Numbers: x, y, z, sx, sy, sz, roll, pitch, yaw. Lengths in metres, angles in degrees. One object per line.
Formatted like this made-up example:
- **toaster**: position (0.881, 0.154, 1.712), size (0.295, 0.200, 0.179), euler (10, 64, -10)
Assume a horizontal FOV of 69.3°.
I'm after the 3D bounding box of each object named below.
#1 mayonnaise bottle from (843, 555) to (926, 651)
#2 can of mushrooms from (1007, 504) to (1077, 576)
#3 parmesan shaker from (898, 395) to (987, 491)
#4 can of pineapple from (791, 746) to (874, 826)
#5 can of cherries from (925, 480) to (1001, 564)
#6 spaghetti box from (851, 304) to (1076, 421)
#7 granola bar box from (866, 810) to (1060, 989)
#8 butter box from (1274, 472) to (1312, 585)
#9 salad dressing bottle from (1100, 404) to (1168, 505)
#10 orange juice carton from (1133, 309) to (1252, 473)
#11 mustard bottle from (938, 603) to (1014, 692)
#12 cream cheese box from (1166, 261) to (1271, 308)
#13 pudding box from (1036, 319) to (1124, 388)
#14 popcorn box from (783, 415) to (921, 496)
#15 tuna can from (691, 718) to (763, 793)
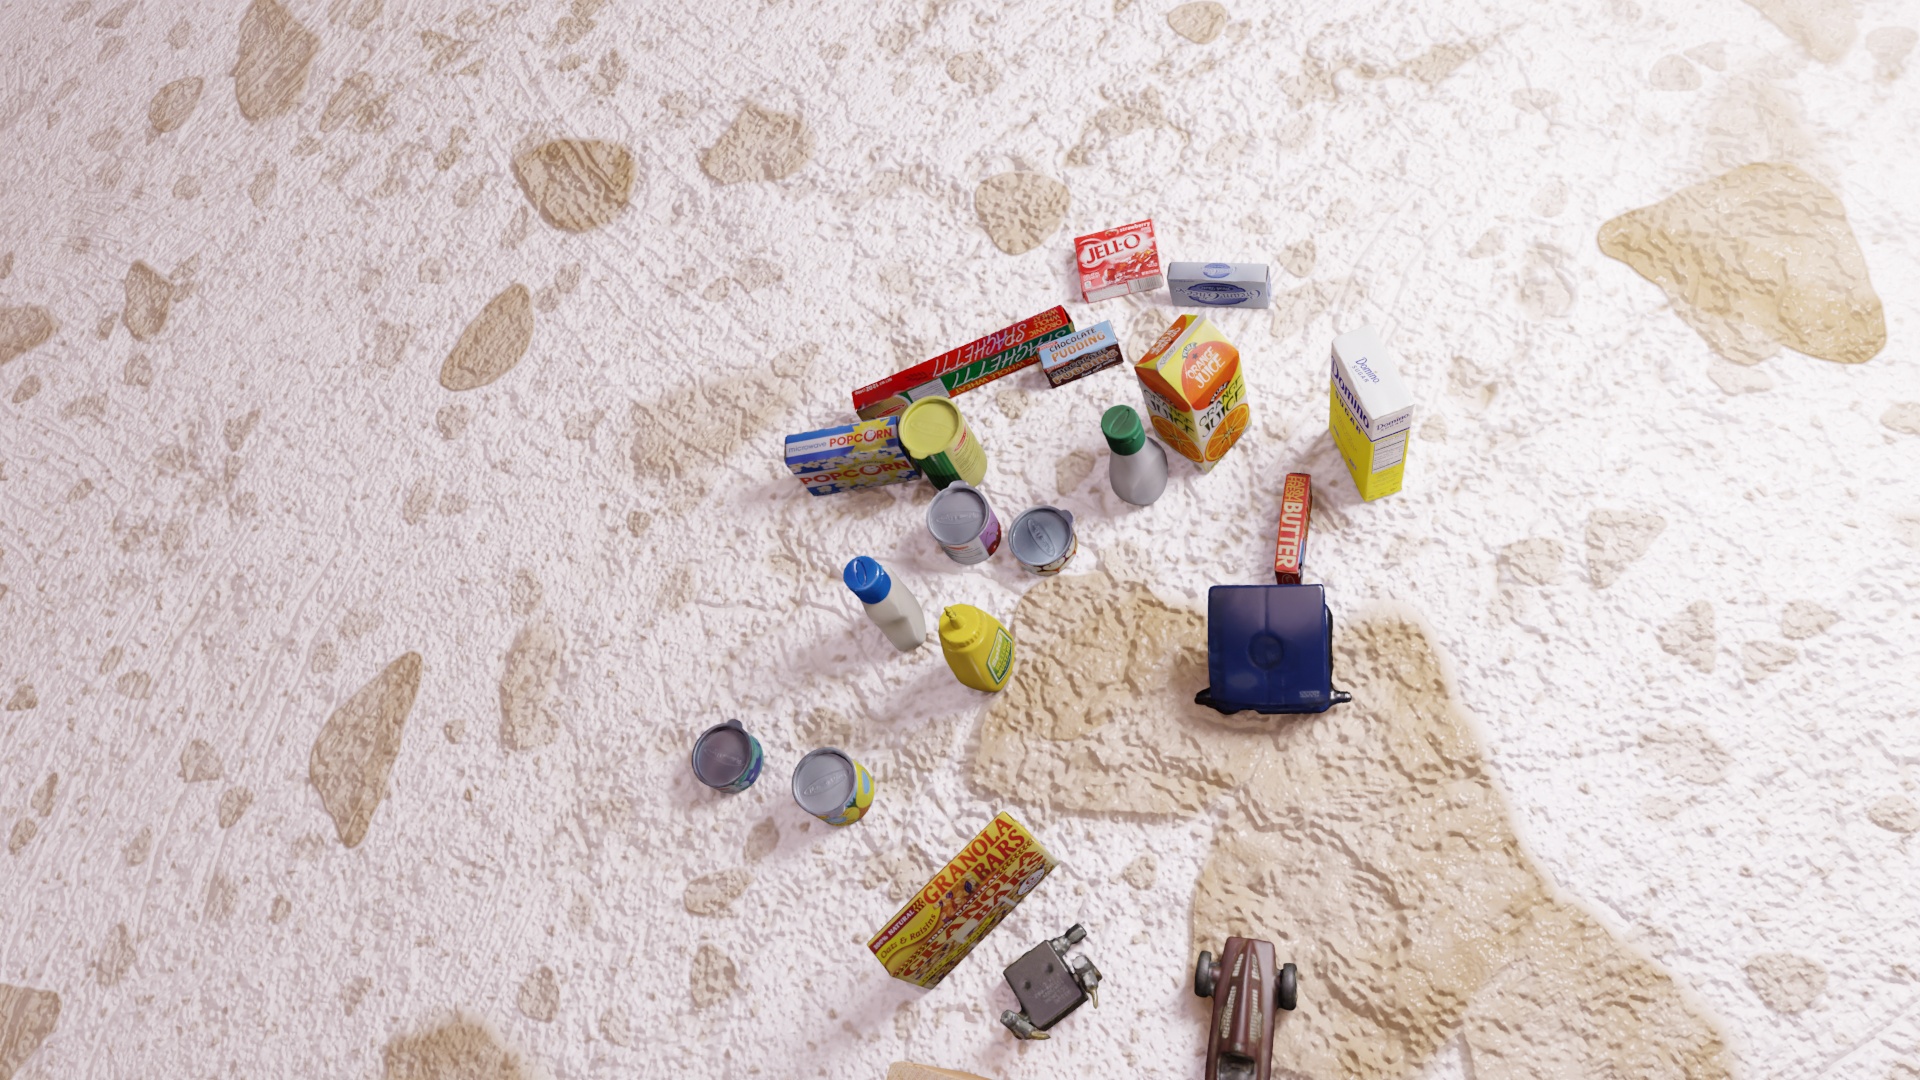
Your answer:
- **mayonnaise bottle**: position (-0.074, 0.058, 1.356), size (0.041, 0.147, 0.065), euler (-20, 63, 8)
- **can of mushrooms**: position (0.086, -0.001, 1.399), size (0.071, 0.033, 0.071), euler (-6, 66, 14)
- **parmesan shaker**: position (-0.018, -0.094, 1.431), size (0.071, 0.102, 0.071), euler (-6, 66, 14)
- **can of pineapple**: position (-0.122, 0.240, 1.341), size (0.071, 0.057, 0.071), euler (-6, 66, 14)
- **can of cherries**: position (0.005, -0.018, 1.416), size (0.071, 0.058, 0.072), euler (-6, 66, 14)
- **spaghetti box**: position (0.006, -0.185, 1.494), size (0.250, 0.050, 0.029), euler (-22, 63, 6)
- **granola bar box**: position (0.005, 0.320, 1.231), size (0.166, 0.124, 0.039), euler (-44, 63, -5)
- **butter box**: position (0.317, -0.008, 1.322), size (0.024, 0.053, 0.104), euler (5, 69, 19)
- **salad dressing bottle**: position (0.167, -0.083, 1.346), size (0.044, 0.147, 0.064), euler (34, 80, 26)
- **orange juice carton**: position (0.223, -0.148, 1.333), size (0.073, 0.192, 0.072), euler (39, 83, 27)
- **mustard bottle**: position (0.011, 0.095, 1.307), size (0.049, 0.159, 0.065), euler (11, 71, 21)
- **cream cheese box**: position (0.271, -0.267, 1.450), size (0.104, 0.053, 0.024), euler (5, 69, 18)
- **pudding box**: position (0.127, -0.196, 1.463), size (0.083, 0.049, 0.030), euler (-20, 63, 7)
- **popcorn box**: position (-0.113, -0.088, 1.466), size (0.126, 0.085, 0.038), euler (-9, 65, 13)
- **tuna can**: position (-0.233, 0.217, 1.398), size (0.071, 0.032, 0.071), euler (-6, 66, 14)
